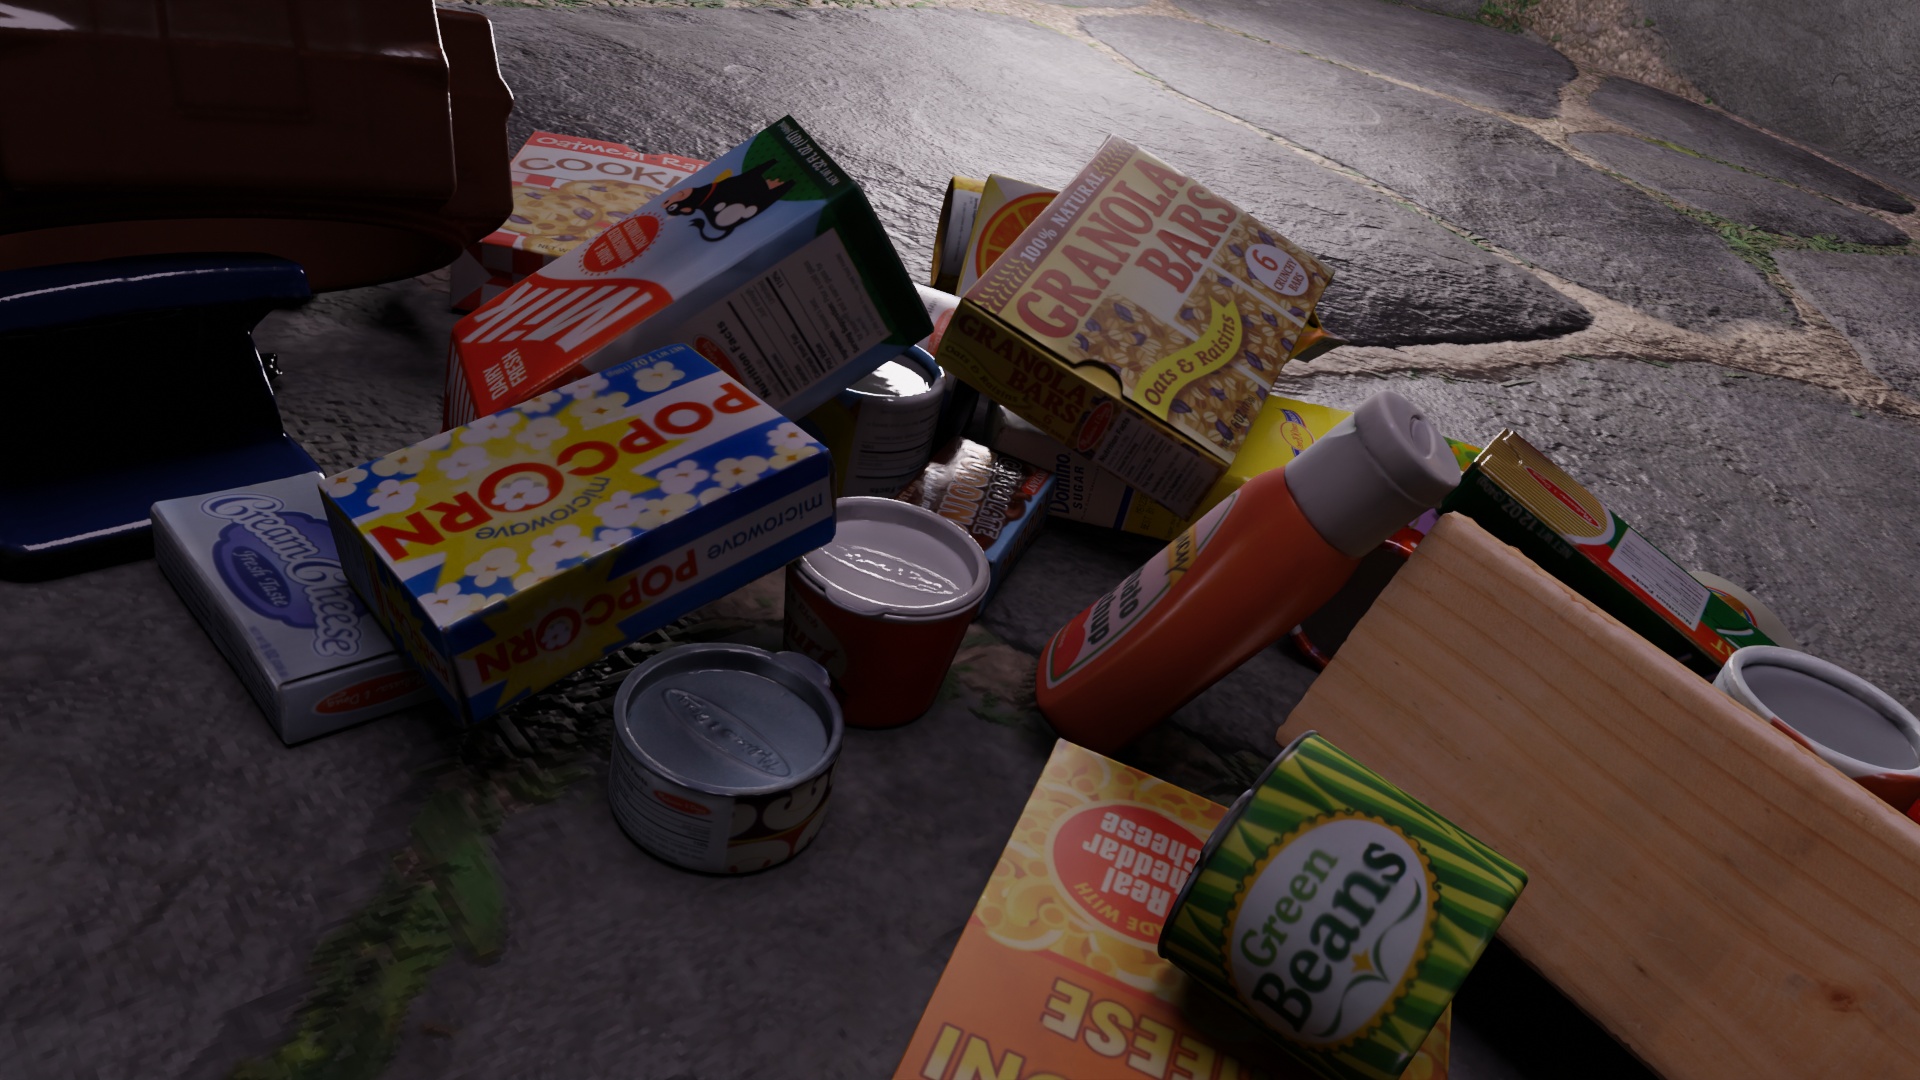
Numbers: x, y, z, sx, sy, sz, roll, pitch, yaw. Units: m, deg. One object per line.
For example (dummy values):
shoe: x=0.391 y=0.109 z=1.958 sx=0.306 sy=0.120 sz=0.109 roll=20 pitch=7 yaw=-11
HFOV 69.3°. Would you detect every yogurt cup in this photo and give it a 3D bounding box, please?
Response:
yogurt cup: x=-0.029 y=0.025 z=0.464 sx=0.072 sy=0.053 sz=0.073 roll=11 pitch=31 yaw=-7

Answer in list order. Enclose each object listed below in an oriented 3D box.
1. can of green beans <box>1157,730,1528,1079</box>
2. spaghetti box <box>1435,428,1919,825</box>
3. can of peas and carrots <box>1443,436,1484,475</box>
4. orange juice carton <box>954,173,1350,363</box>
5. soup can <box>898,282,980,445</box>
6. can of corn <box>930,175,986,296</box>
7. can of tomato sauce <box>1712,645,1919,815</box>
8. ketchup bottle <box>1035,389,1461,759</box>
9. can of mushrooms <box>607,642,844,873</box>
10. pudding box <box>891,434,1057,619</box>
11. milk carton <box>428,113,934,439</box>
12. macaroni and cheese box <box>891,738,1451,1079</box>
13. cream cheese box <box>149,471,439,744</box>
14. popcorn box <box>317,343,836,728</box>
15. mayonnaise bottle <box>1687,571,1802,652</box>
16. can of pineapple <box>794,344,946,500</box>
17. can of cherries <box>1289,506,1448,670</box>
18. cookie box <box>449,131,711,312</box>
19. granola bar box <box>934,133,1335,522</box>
can of green beans: x=0.089 y=0.088 z=0.323 sx=0.058 sy=0.071 sz=0.071 roll=34 pitch=36 yaw=25
spaghetti box: x=0.287 y=0.054 z=0.513 sx=0.250 sy=0.028 sz=0.050 roll=44 pitch=39 yaw=14
can of peas and carrots: x=0.223 y=-0.007 z=0.609 sx=0.059 sy=0.070 sz=0.071 roll=19 pitch=31 yaw=5
orange juice carton: x=0.095 y=-0.120 z=0.708 sx=0.193 sy=0.073 sz=0.072 roll=14 pitch=-3 yaw=-1
soup can: x=-0.033 y=-0.085 z=0.631 sx=0.084 sy=0.071 sz=0.072 roll=19 pitch=31 yaw=9
can of corn: x=0.017 y=-0.167 z=0.781 sx=0.058 sy=0.070 sz=0.071 roll=9 pitch=31 yaw=-9
can of tomato sauce: x=0.270 y=0.087 z=0.462 sx=0.071 sy=0.082 sz=0.071 roll=11 pitch=31 yaw=-7
ketchup bottle: x=0.089 y=0.012 z=0.444 sx=0.043 sy=0.148 sz=0.065 roll=44 pitch=31 yaw=-7
can of mushrooms: x=-0.067 y=0.062 z=0.408 sx=0.071 sy=0.033 sz=0.071 roll=10 pitch=31 yaw=-6
pudding box: x=0.002 y=-0.007 z=0.551 sx=0.050 sy=0.030 sz=0.084 roll=23 pitch=32 yaw=11
milk carton: x=-0.115 y=-0.067 z=0.511 sx=0.191 sy=0.073 sz=0.072 roll=-34 pitch=44 yaw=-4
macaroni and cheese box: x=0.053 y=0.131 z=0.342 sx=0.124 sy=0.040 sz=0.167 roll=22 pitch=31 yaw=10
cream cheese box: x=-0.204 y=0.017 z=0.431 sx=0.053 sy=0.024 sz=0.104 roll=-17 pitch=43 yaw=-42
popcorn box: x=-0.112 y=-0.008 z=0.419 sx=0.127 sy=0.038 sz=0.085 roll=-28 pitch=48 yaw=-31
mayonnaise bottle: x=0.275 y=0.046 z=0.569 sx=0.148 sy=0.041 sz=0.065 roll=-5 pitch=41 yaw=-30
can of pineapple: x=-0.044 y=-0.049 z=0.572 sx=0.071 sy=0.057 sz=0.071 roll=11 pitch=31 yaw=-6
can of cherries: x=0.168 y=0.017 z=0.547 sx=0.071 sy=0.071 sz=0.059 roll=25 pitch=33 yaw=16
cookie box: x=-0.173 y=-0.156 z=0.706 sx=0.123 sy=0.040 sz=0.168 roll=10 pitch=31 yaw=-8
granola bar box: x=0.081 y=-0.099 z=0.600 sx=0.124 sy=0.038 sz=0.166 roll=33 pitch=47 yaw=3
